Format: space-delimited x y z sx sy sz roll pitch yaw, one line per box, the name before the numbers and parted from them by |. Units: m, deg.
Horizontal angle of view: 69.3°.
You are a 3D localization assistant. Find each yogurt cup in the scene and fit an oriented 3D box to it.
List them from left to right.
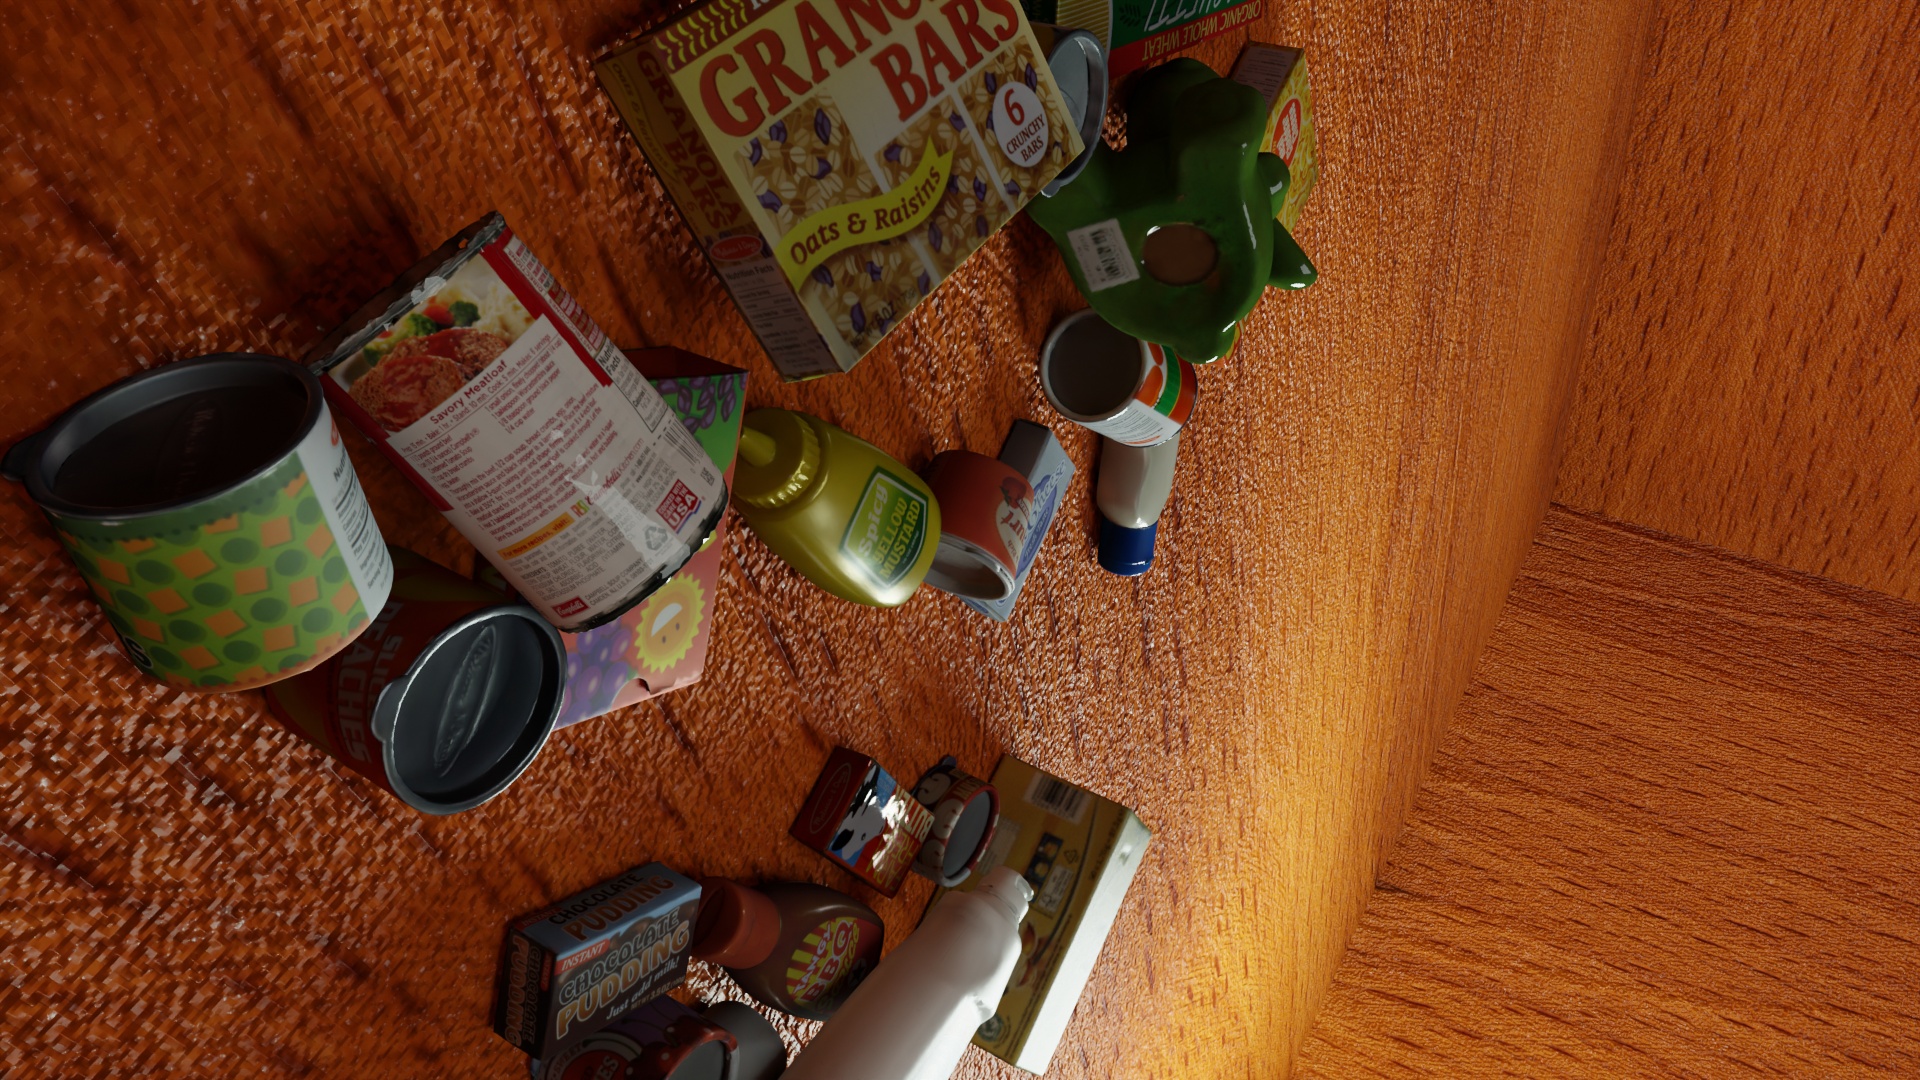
yogurt cup | 0.002 -0.009 0.686 0.054 0.072 0.072 -68 154 -22

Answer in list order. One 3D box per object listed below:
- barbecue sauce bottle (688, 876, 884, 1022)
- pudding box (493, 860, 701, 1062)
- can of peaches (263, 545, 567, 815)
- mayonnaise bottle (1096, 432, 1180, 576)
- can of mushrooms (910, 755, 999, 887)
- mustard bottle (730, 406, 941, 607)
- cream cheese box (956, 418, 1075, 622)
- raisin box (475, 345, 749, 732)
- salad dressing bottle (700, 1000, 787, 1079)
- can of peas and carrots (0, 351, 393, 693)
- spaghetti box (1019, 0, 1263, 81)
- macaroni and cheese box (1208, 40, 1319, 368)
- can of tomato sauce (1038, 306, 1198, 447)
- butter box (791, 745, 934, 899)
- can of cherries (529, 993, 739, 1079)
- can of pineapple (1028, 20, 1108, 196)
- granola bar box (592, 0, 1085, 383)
barbecue sauce bottle | -0.088 0.195 0.675 0.065 0.044 0.148 -63 152 -13
pudding box | -0.146 0.168 0.565 0.084 0.030 0.049 -11 116 -59
can of peaches | -0.165 0.040 0.417 0.071 0.058 0.071 -40 141 -43
mayonnaise bottle | 0.113 -0.049 0.887 0.065 0.041 0.147 -34 137 -48
can of mushrooms | -0.006 0.165 0.816 0.071 0.033 0.070 -39 139 -44
mustard bottle | -0.059 -0.018 0.580 0.065 0.049 0.160 -68 153 -9
cream cheese box | 0.029 -0.010 0.774 0.104 0.024 0.053 -65 152 -11
raisin box | -0.122 -0.002 0.487 0.086 0.040 0.123 -17 123 -58
salad dressing bottle | -0.142 0.276 0.631 0.148 0.044 0.064 -39 142 -43
can of peas and carrots | -0.185 -0.004 0.344 0.071 0.071 0.058 -46 145 -39
spaghetti box | 0.100 -0.279 0.723 0.251 0.029 0.050 -38 140 -46
macaroni and cheese box | 0.178 -0.214 0.897 0.167 0.040 0.123 -62 152 -16
can of tomato sauce | 0.090 -0.093 0.787 0.083 0.071 0.071 13 97 -62
butter box | -0.049 0.151 0.738 0.053 0.024 0.103 -62 152 -17
can of cherries | -0.138 0.227 0.588 0.072 0.058 0.071 -41 141 -44
can of pineapple | 0.023 -0.192 0.608 0.071 0.058 0.070 -40 140 -44
granola bar box | -0.034 -0.154 0.500 0.166 0.039 0.124 -49 121 -35
